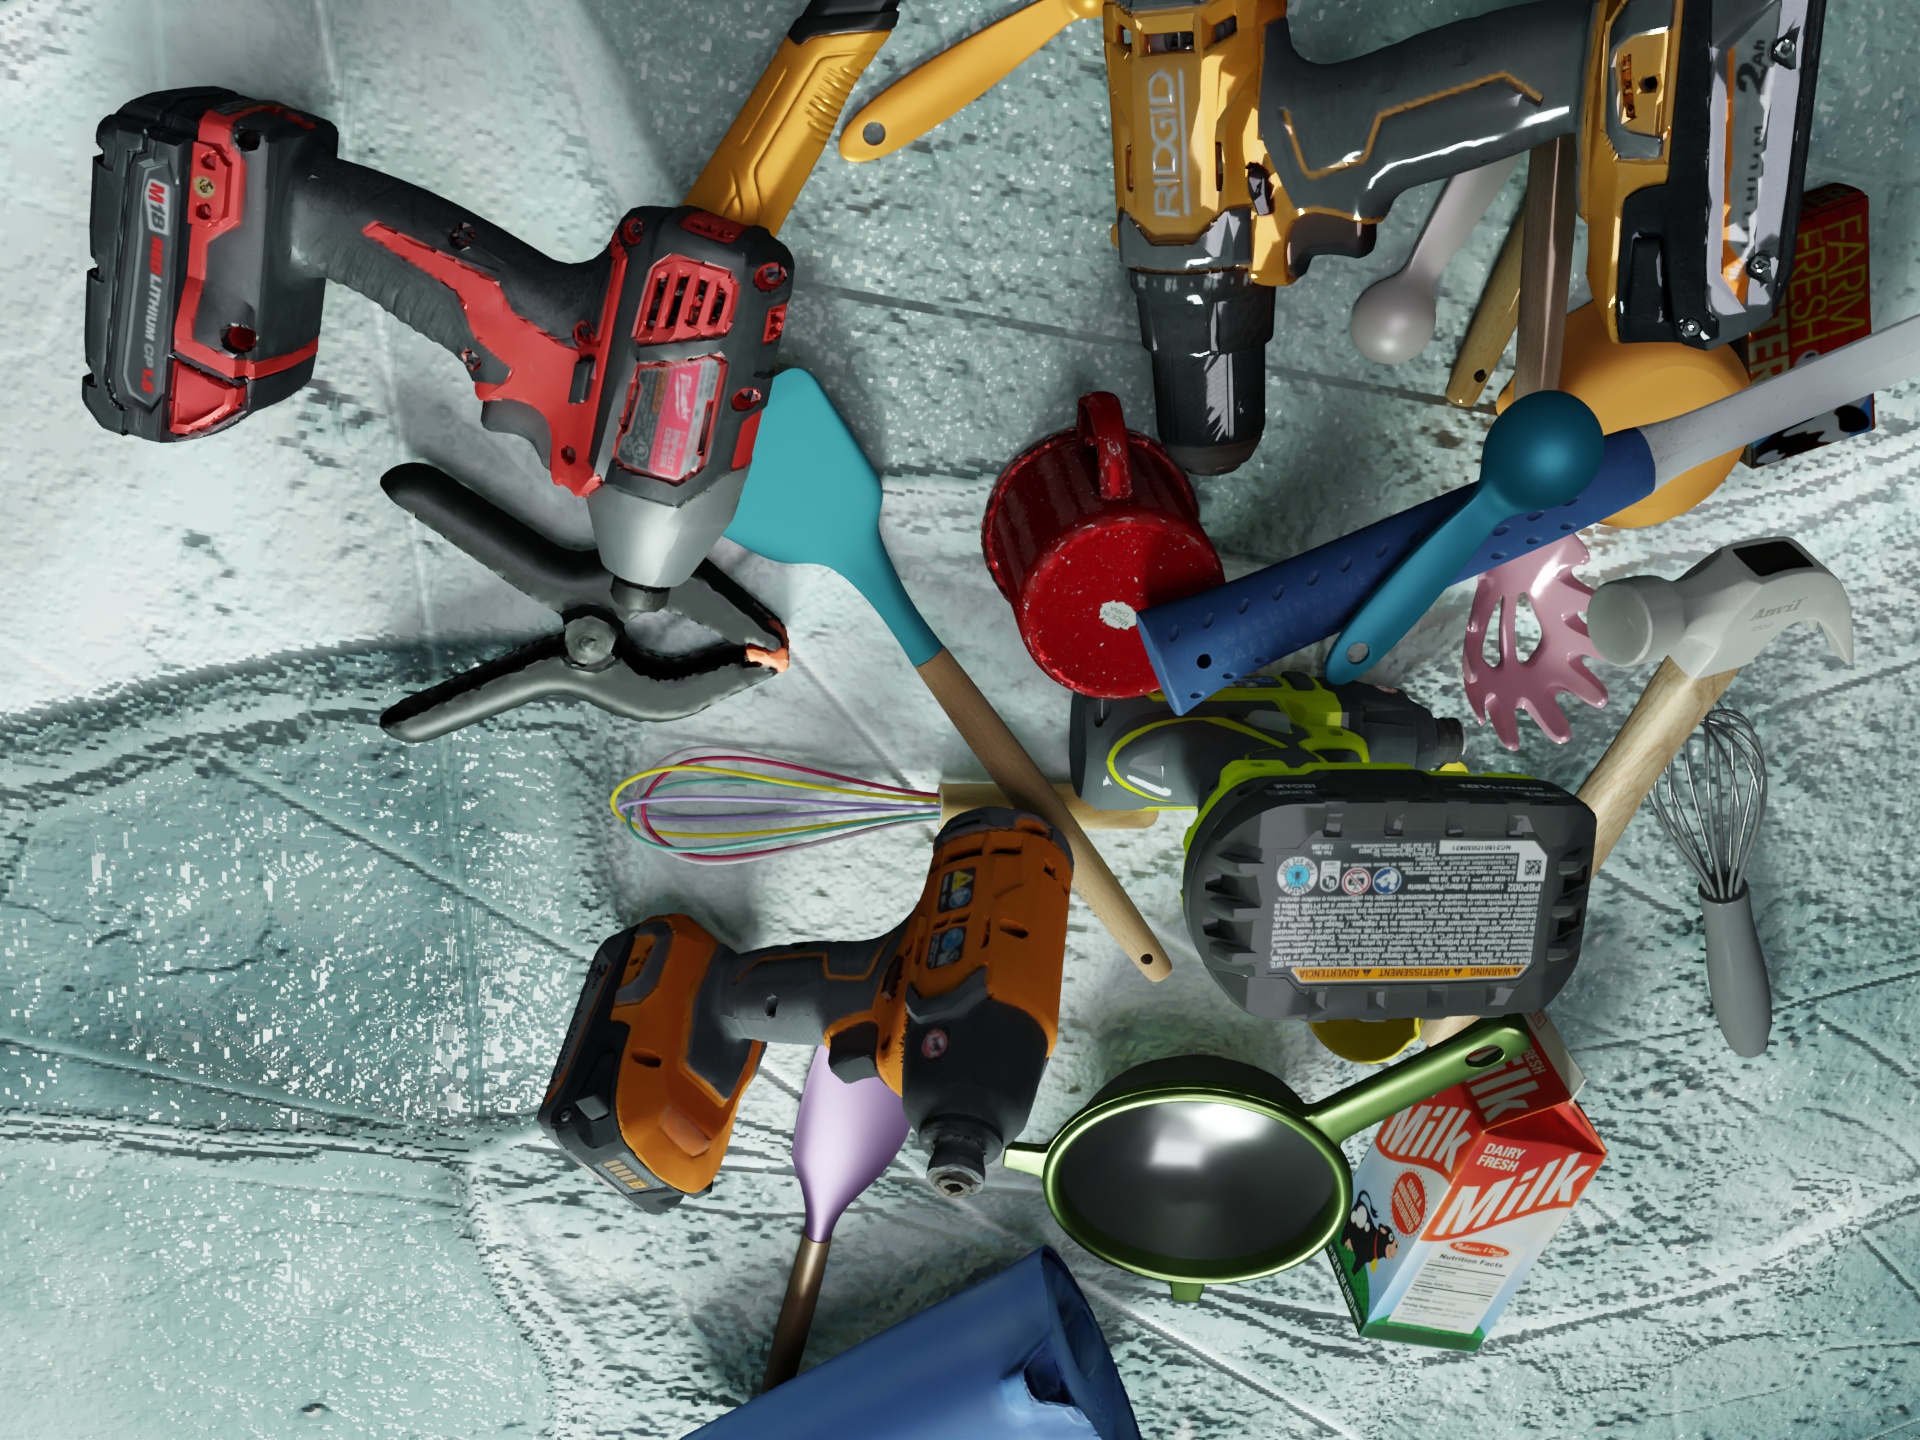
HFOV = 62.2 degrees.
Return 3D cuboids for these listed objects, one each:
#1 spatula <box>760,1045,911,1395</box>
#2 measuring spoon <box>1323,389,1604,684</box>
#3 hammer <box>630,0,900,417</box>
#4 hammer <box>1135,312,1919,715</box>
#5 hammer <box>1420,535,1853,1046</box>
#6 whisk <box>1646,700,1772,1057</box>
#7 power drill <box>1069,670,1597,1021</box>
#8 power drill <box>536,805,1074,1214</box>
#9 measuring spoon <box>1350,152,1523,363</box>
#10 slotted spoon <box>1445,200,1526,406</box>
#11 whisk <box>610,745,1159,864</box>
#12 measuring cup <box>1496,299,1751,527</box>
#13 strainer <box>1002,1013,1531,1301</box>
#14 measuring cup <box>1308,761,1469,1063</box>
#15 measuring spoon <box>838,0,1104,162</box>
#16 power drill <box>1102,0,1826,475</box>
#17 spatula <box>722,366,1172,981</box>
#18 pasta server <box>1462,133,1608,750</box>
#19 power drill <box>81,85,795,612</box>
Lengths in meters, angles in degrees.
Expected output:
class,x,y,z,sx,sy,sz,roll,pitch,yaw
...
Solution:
class,x,y,z,sx,sy,sz,roll,pitch,yaw
spatula,-0.079,0.294,0.854,0.059,0.018,0.315,10,116,-12
measuring spoon,0.175,-0.058,0.554,0.042,0.021,0.128,35,105,-21
hammer,-0.047,-0.218,0.561,0.127,0.034,0.336,33,112,-12
hammer,0.256,-0.104,0.577,0.405,0.035,0.144,-23,115,2
hammer,0.270,0.049,0.686,0.130,0.031,0.331,-13,143,-19
whisk,0.372,0.085,0.772,0.055,0.055,0.238,-22,122,6
power drill,0.142,0.031,0.614,0.171,0.223,0.080,0,106,-5
power drill,-0.062,0.134,0.659,0.226,0.164,0.084,-19,128,25
measuring spoon,0.194,-0.193,0.614,0.034,0.018,0.124,21,114,-16
slotted spoon,0.252,-0.261,0.579,0.070,0.031,0.313,11,119,-17
whisk,-0.030,0.037,0.705,0.245,0.051,0.047,0,113,-10
measuring cup,0.273,-0.158,0.622,0.095,0.052,0.173,-2,121,-5
strainer,0.156,0.184,0.772,0.256,0.069,0.151,-35,115,27
measuring cup,0.215,0.091,0.768,0.062,0.029,0.156,25,104,27
measuring spoon,0.006,-0.236,0.574,0.117,0.011,0.021,-30,118,10
power drill,0.157,-0.170,0.540,0.226,0.084,0.185,9,119,29
spatula,-0.001,-0.002,0.668,0.082,0.044,0.317,-32,107,17
pasta server,0.219,-0.136,0.590,0.060,0.040,0.316,-8,119,-4
power drill,-0.177,-0.126,0.555,0.219,0.079,0.143,15,114,-3
